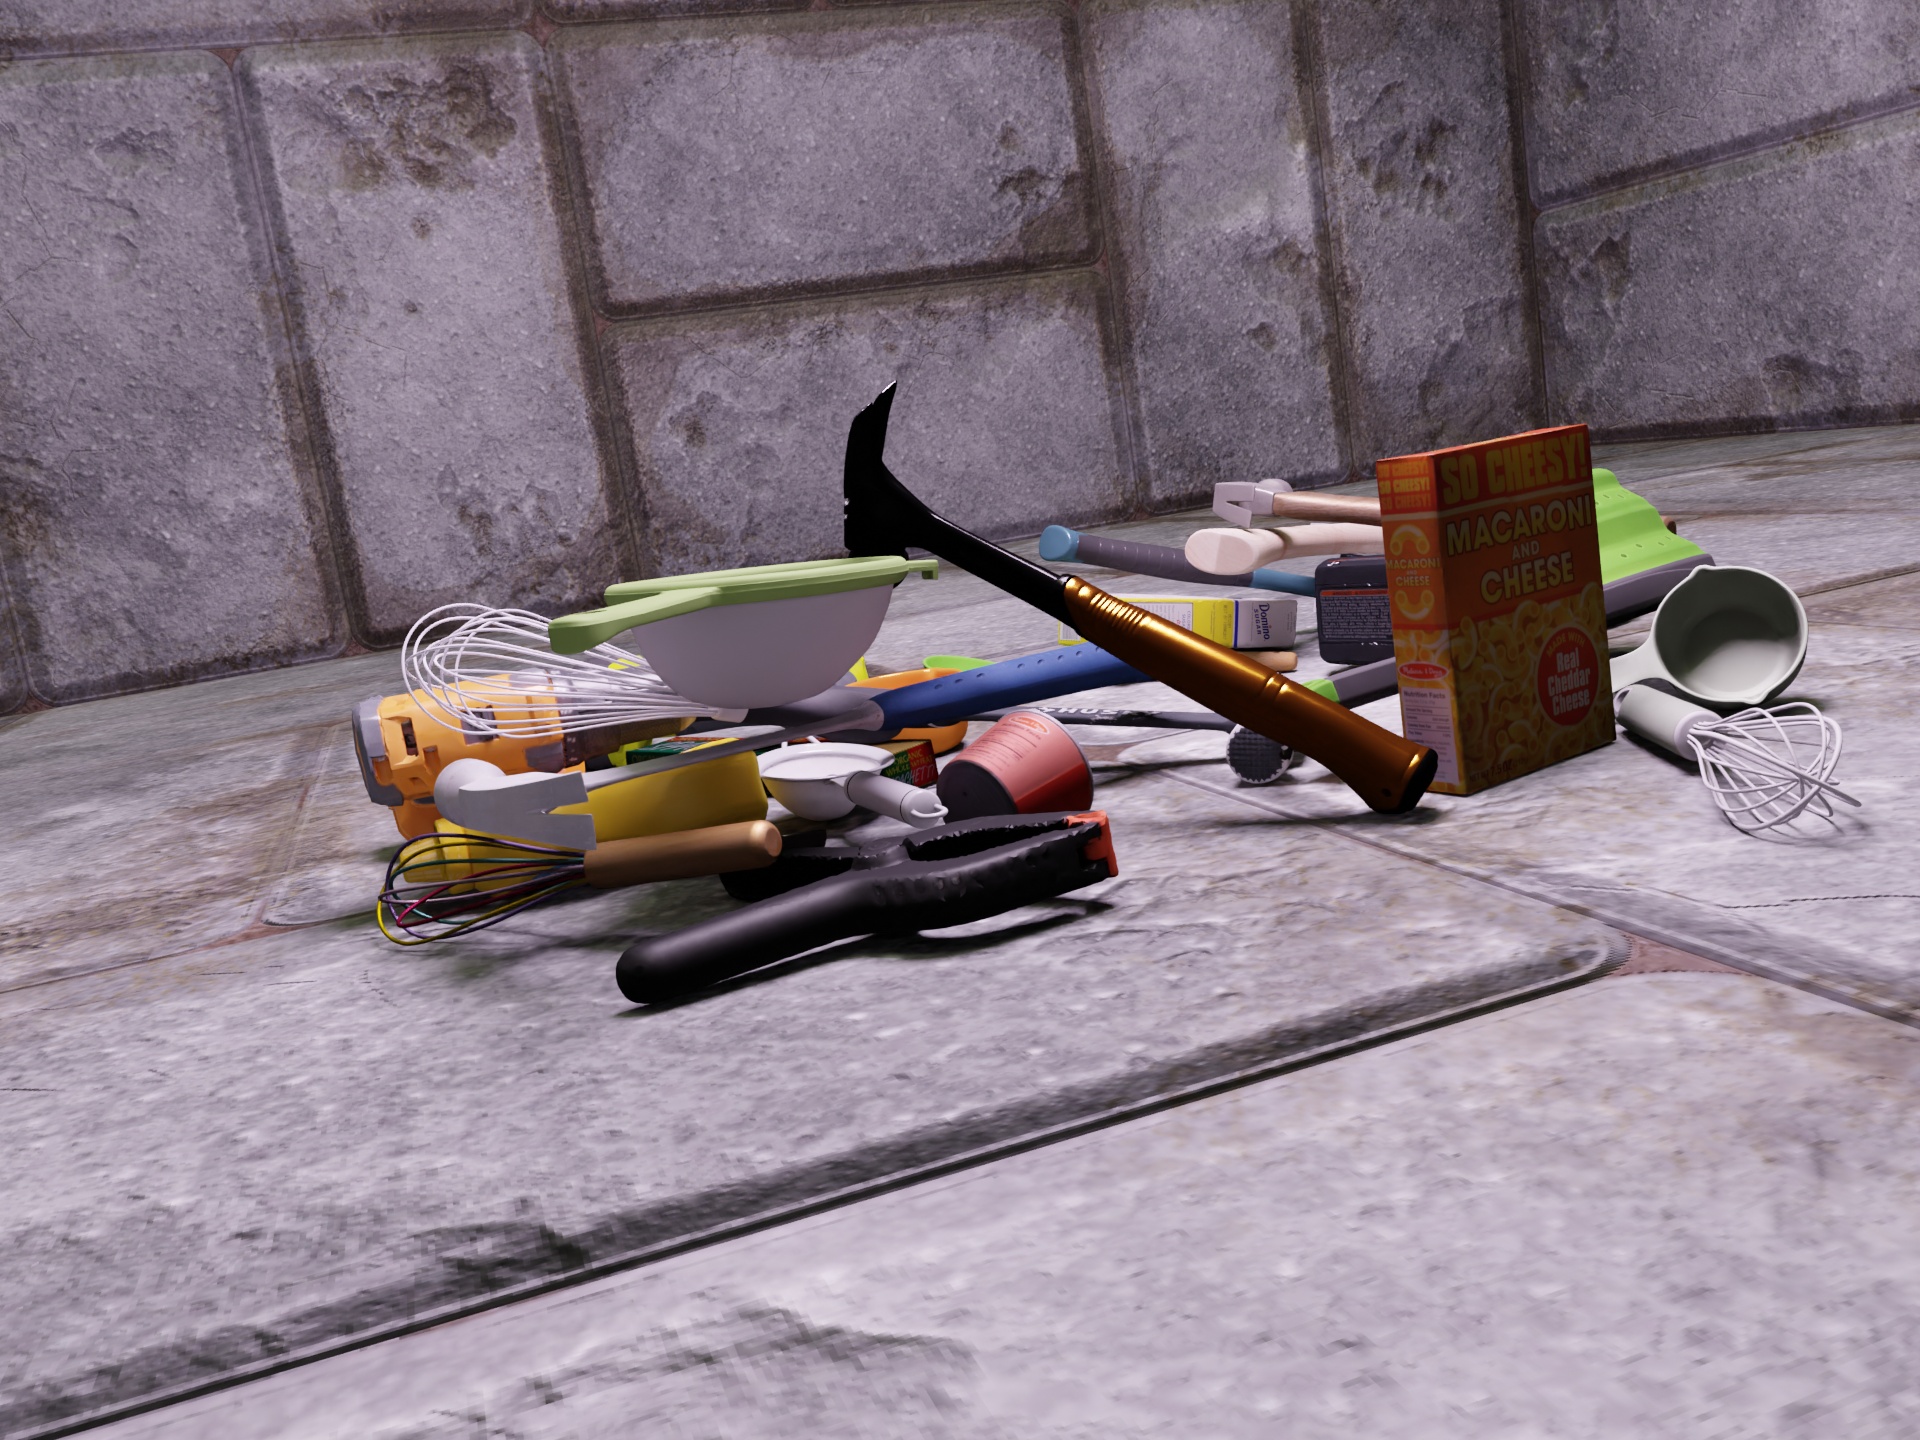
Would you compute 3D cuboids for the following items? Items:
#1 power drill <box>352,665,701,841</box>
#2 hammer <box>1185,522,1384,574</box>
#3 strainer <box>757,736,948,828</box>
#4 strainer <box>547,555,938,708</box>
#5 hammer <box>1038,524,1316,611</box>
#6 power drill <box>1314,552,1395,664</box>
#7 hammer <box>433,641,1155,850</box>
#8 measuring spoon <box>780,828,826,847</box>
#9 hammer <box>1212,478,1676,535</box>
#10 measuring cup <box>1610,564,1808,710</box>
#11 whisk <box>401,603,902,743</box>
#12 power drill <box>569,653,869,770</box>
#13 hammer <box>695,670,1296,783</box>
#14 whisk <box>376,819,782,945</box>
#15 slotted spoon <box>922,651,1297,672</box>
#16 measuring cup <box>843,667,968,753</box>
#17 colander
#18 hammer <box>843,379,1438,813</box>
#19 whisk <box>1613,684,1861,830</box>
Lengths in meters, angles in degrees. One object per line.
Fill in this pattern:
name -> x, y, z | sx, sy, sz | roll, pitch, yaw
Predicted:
power drill -> -0.260, 0.015, 0.953 | 0.185, 0.084, 0.226 | -12, -6, -19
hammer -> 0.284, -0.150, 1.315 | 0.146, 0.038, 0.410 | 17, 16, 32
strainer -> -0.057, 0.038, 0.864 | 0.087, 0.050, 0.258 | -7, 6, -20
strainer -> -0.114, -0.033, 0.744 | 0.151, 0.069, 0.256 | -3, 10, 18
hammer -> 0.229, -0.124, 1.341 | 0.331, 0.033, 0.128 | 8, 2, -13
power drill -> 0.366, -0.091, 1.183 | 0.226, 0.084, 0.164 | -10, 9, -36
hammer -> -0.052, 0.001, 0.823 | 0.405, 0.035, 0.144 | -14, 9, -31
measuring spoon -> -0.126, 0.077, 0.845 | 0.124, 0.018, 0.034 | -12, 1, 21
hammer -> 0.332, -0.146, 1.137 | 0.331, 0.031, 0.130 | 11, 15, 36
measuring cup -> 0.380, -0.026, 0.882 | 0.167, 0.083, 0.038 | -23, -24, 24
whisk -> -0.154, -0.015, 0.855 | 0.284, 0.070, 0.070 | 7, 0, -32
power drill -> -0.184, -0.016, 1.245 | 0.223, 0.080, 0.171 | -4, 11, 3
hammer -> 0.010, -0.007, 0.984 | 0.409, 0.036, 0.149 | 3, 14, 20
whisk -> -0.188, 0.076, 0.755 | 0.245, 0.051, 0.047 | -10, 32, 28
slotted spoon -> 0.113, -0.041, 1.264 | 0.314, 0.031, 0.070 | -1, 11, 28
measuring cup -> -0.002, -0.003, 1.076 | 0.174, 0.052, 0.095 | -1, 12, 30
colander -> 0.301, -0.078, 0.940 | 0.397, 0.094, 0.204 | -15, -7, -37
hammer -> 0.082, -0.052, 0.798 | 0.337, 0.127, 0.034 | 29, 55, 19
whisk -> 0.349, 0.009, 0.741 | 0.059, 0.058, 0.246 | 27, 10, 3
